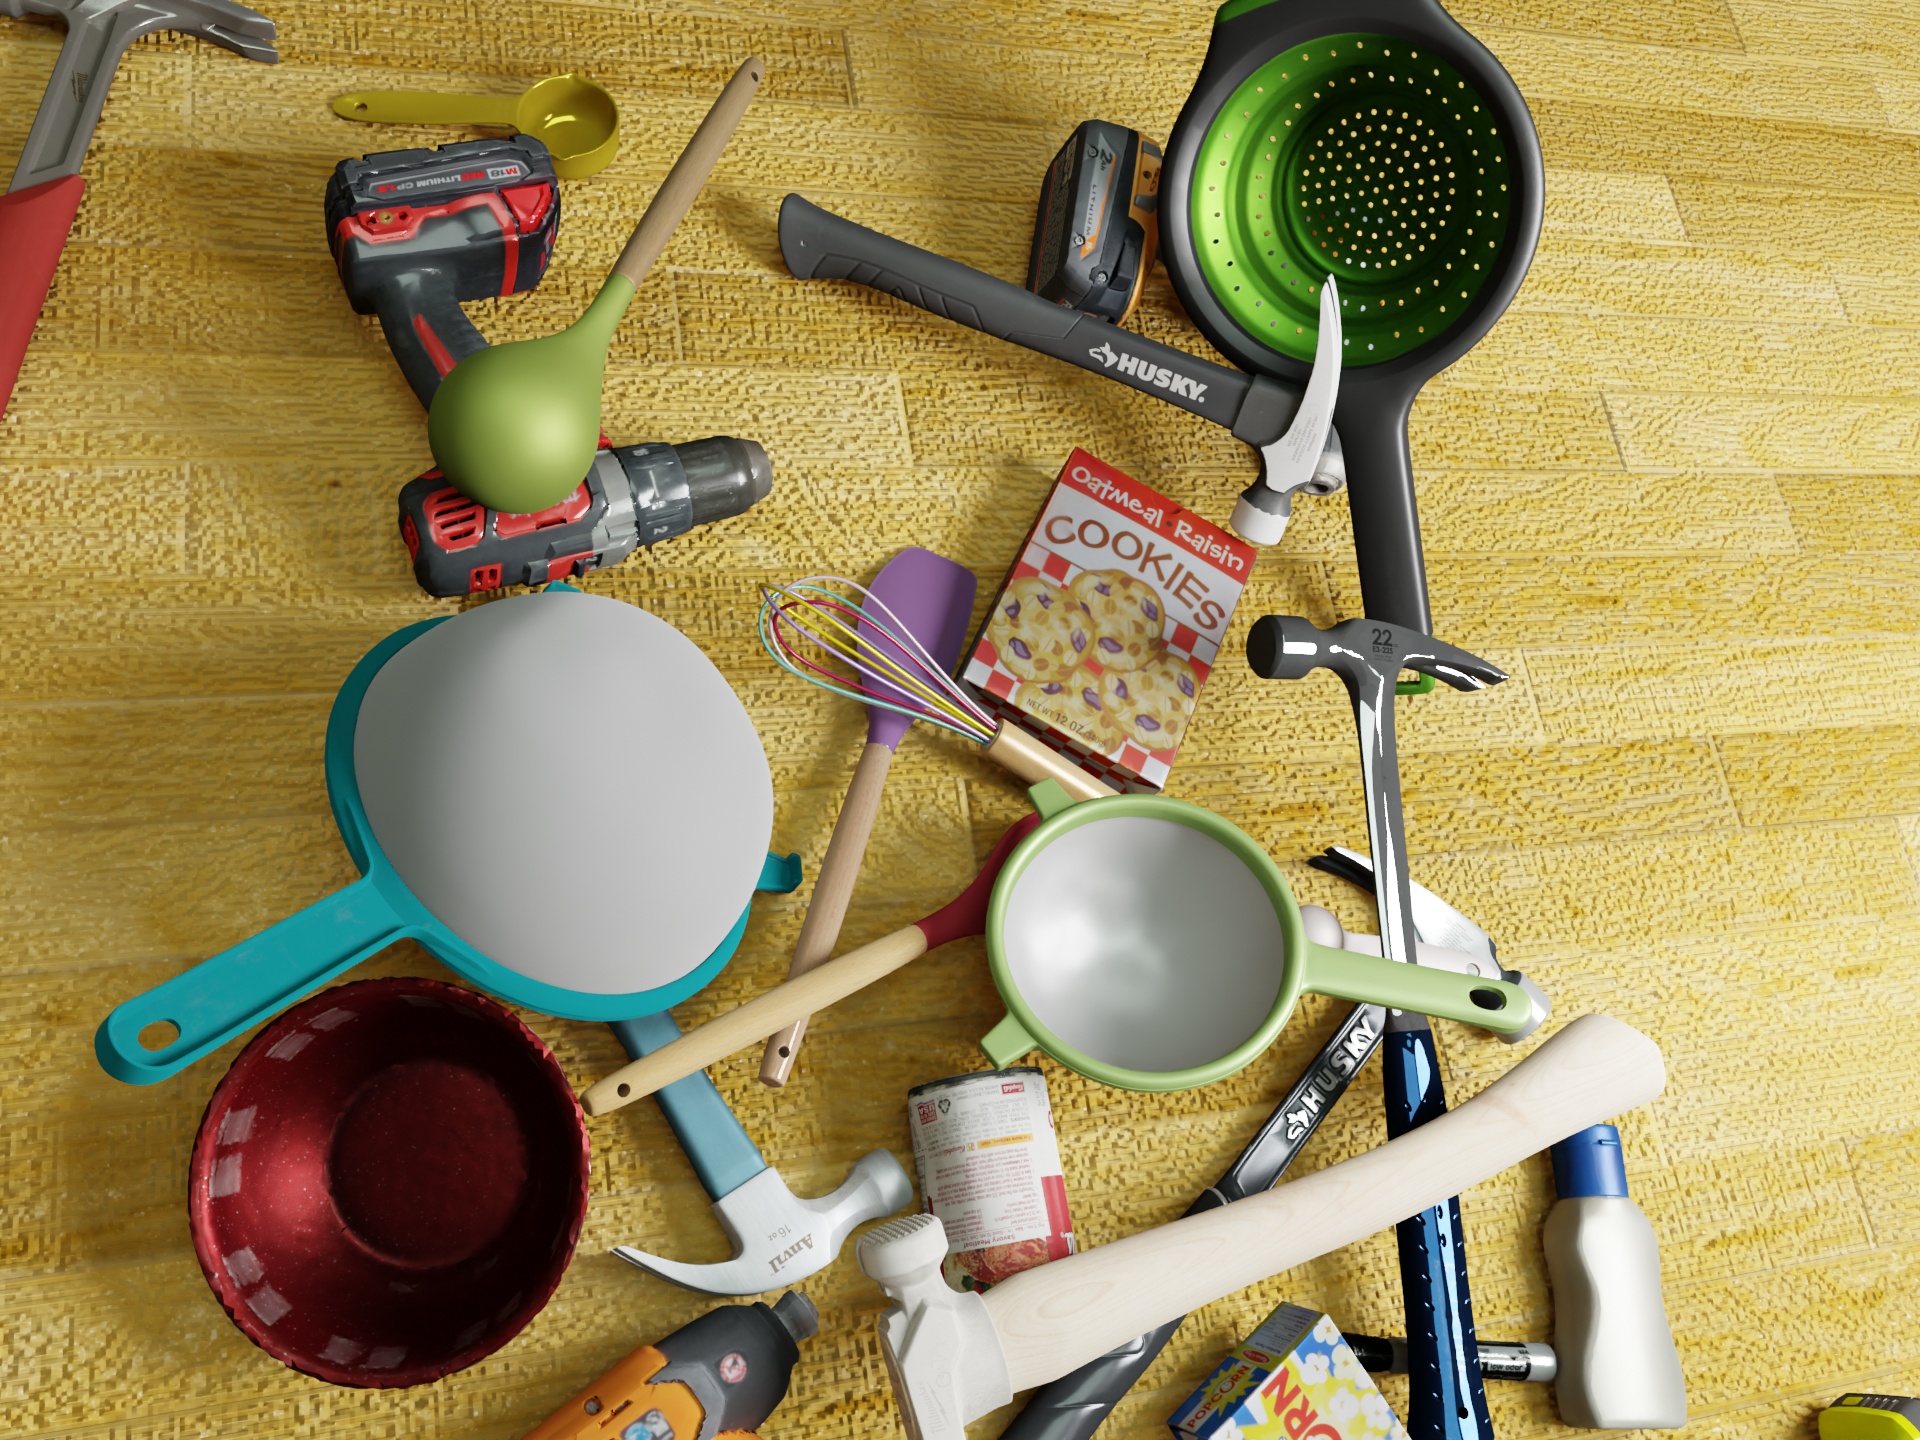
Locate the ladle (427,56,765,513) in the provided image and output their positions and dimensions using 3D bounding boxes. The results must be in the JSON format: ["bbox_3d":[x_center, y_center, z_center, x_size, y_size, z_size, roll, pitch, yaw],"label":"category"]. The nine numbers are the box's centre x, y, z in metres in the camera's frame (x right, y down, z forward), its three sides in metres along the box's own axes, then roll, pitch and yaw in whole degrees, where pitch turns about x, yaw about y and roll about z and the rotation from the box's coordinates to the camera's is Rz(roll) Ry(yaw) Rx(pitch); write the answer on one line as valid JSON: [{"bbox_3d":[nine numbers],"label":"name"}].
[{"bbox_3d":[-0.168,-0.232,0.798,0.078,0.062,0.320,47,49,-36],"label":"ladle"}]

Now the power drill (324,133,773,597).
[{"bbox_3d":[-0.214,-0.182,0.821,0.188,0.080,0.227,-17,78,-23],"label":"power drill"}]

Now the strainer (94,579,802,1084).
[{"bbox_3d":[-0.183,0.037,0.642,0.211,0.095,0.340,50,31,1],"label":"strainer"}]

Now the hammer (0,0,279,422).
[{"bbox_3d":[-0.454,-0.228,0.783,0.149,0.036,0.359,10,66,-14],"label":"hammer"}]

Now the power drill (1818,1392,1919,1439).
[{"bbox_3d":[0.412,0.427,0.780,0.223,0.080,0.171,-15,75,-19],"label":"power drill"}]

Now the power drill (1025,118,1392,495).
[{"bbox_3d":[0.155,-0.245,0.962,0.226,0.084,0.185,14,74,-17],"label":"power drill"}]

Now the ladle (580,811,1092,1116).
[{"bbox_3d":[-0.038,0.113,0.747,0.315,0.031,0.069,-21,90,-39],"label":"ladle"}]

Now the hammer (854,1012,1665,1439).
[{"bbox_3d":[0.162,0.233,0.720,0.410,0.038,0.146,-15,84,-21],"label":"hammer"}]

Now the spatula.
[{"bbox_3d":[-0.050,0.035,0.803,0.059,0.018,0.316,23,57,-11],"label":"spatula"}]

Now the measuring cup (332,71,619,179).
[{"bbox_3d":[-0.270,-0.334,0.895,0.156,0.029,0.062,1,69,-5],"label":"measuring cup"}]

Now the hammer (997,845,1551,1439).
[{"bbox_3d":[0.138,0.229,0.792,0.149,0.036,0.409,45,64,4],"label":"hammer"}]

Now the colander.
[{"bbox_3d":[0.236,-0.212,0.901,0.094,0.204,0.397,-41,123,-55],"label":"colander"}]

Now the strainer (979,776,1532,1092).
[{"bbox_3d":[0.137,0.125,0.766,0.256,0.069,0.152,10,58,3],"label":"strainer"}]

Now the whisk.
[{"bbox_3d":[-0.001,-0.002,0.814,0.244,0.047,0.051,32,53,-18],"label":"whisk"}]

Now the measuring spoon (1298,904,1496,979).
[{"bbox_3d":[0.228,0.121,0.833,0.124,0.018,0.034,13,65,-11],"label":"measuring spoon"}]

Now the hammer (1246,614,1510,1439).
[{"bbox_3d":[0.230,0.146,0.803,0.144,0.035,0.406,2,77,-21],"label":"hammer"}]

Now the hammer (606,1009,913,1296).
[{"bbox_3d":[-0.162,0.117,0.742,0.128,0.033,0.331,-29,80,-26],"label":"hammer"}]

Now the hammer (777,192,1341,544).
[{"bbox_3d":[0.051,-0.225,0.889,0.335,0.146,0.035,23,32,8],"label":"hammer"}]

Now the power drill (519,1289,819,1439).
[{"bbox_3d":[-0.078,0.359,0.648,0.164,0.084,0.226,-34,78,-26],"label":"power drill"}]
